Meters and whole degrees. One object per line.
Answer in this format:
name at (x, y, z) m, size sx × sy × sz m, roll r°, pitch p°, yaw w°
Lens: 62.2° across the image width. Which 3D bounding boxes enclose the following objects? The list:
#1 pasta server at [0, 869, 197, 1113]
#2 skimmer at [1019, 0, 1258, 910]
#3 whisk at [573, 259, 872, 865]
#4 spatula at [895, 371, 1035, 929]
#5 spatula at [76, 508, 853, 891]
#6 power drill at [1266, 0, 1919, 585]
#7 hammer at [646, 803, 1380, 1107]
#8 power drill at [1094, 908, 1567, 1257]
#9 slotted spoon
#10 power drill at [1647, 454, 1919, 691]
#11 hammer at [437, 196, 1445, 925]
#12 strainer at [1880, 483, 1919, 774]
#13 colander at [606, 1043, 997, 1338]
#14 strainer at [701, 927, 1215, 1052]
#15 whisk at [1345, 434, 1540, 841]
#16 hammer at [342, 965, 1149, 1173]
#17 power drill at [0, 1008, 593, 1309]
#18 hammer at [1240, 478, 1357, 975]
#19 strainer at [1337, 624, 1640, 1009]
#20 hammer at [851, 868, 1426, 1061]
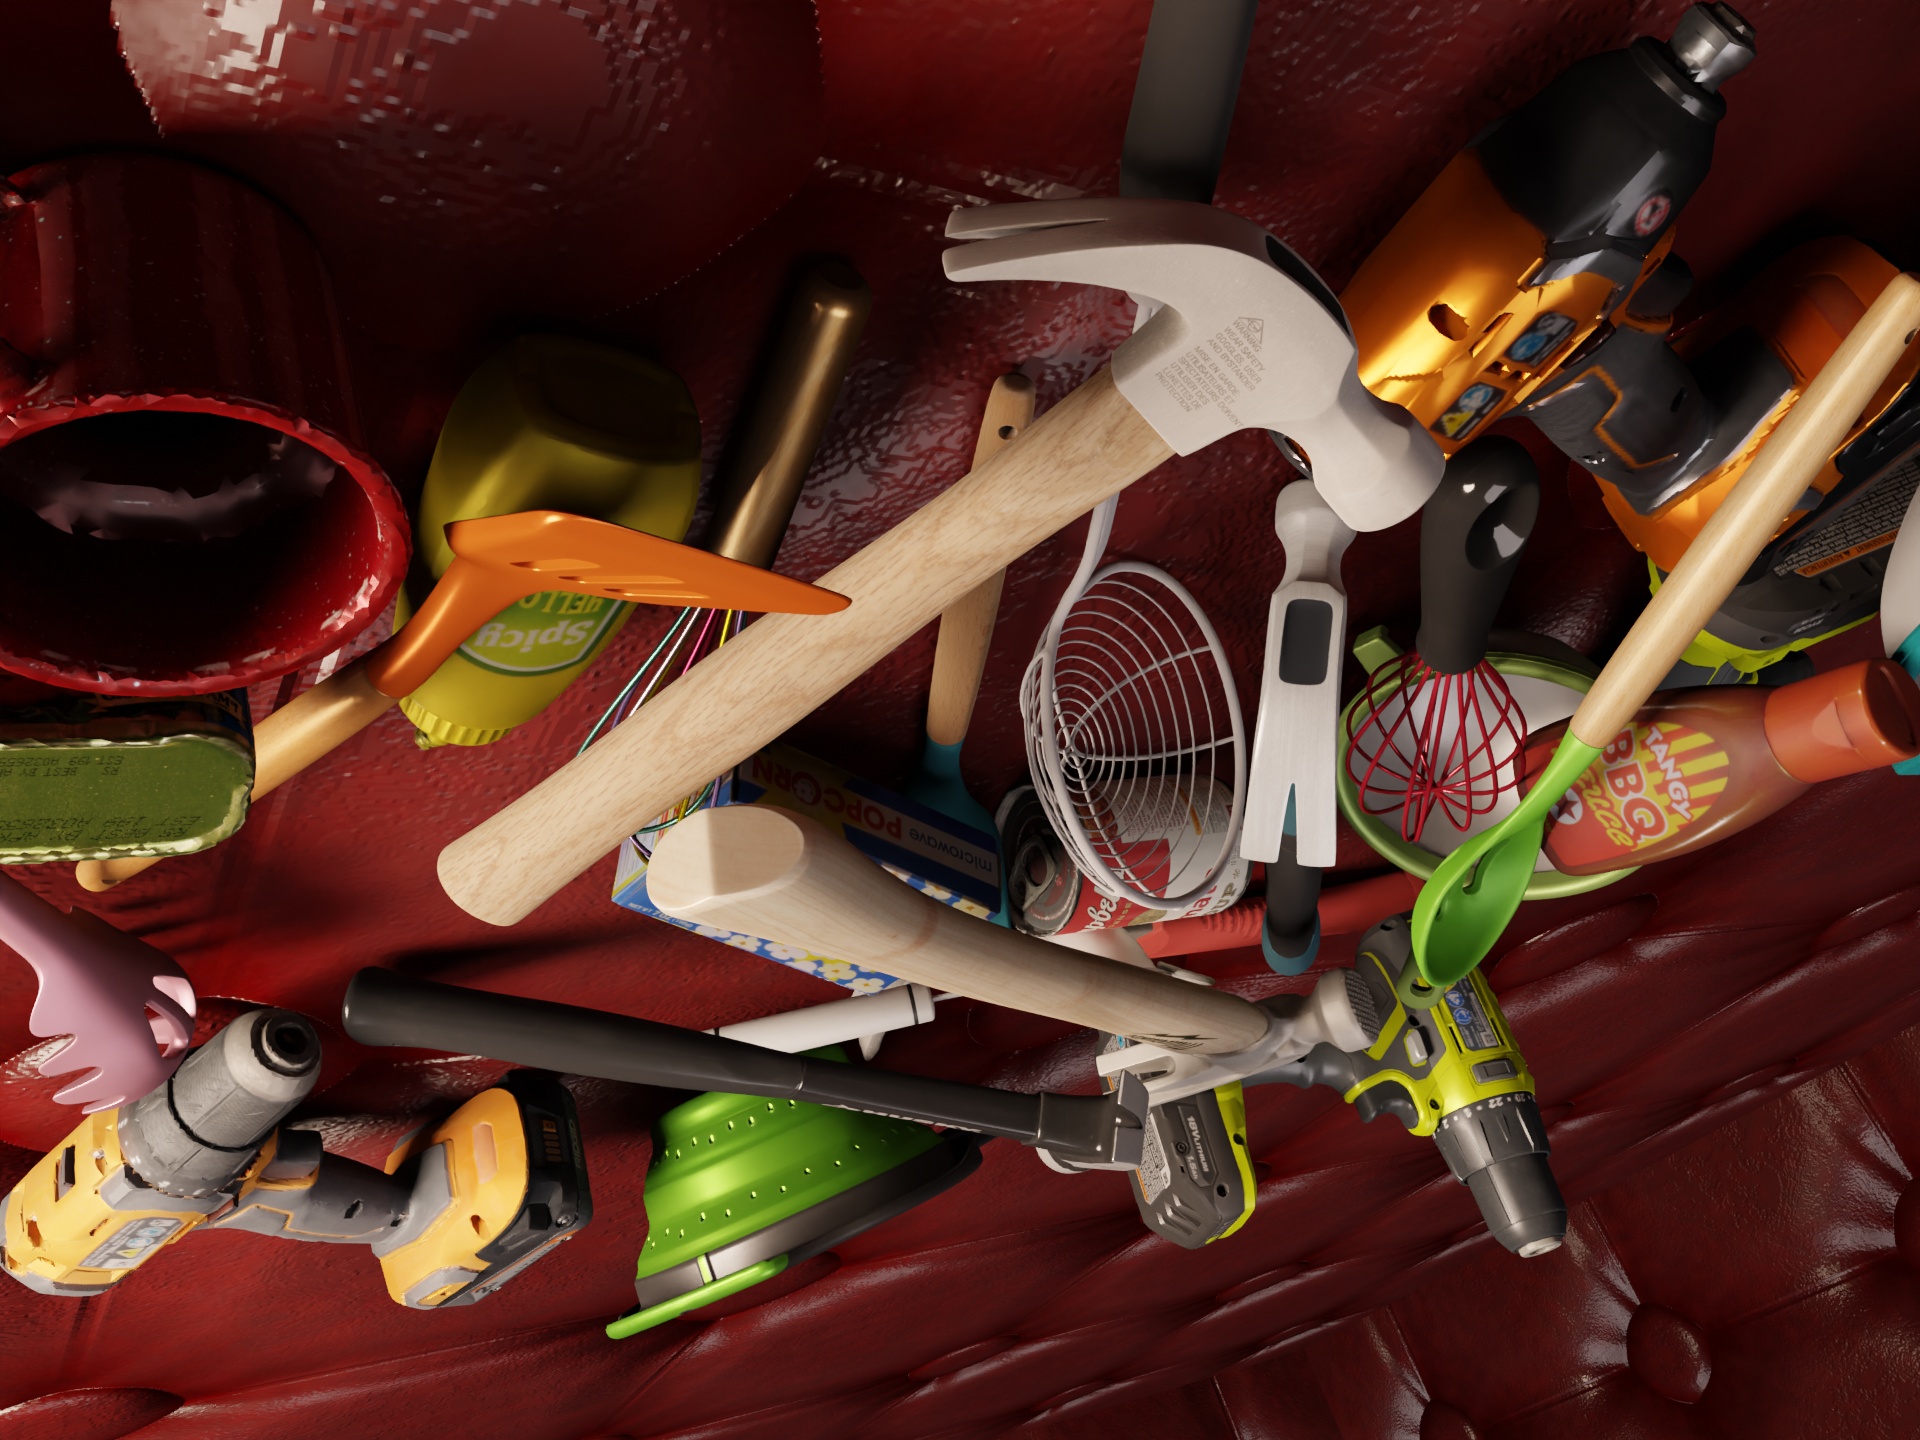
pasta server at (-0.306, 0.034, 0.454) m, size 0.040 × 0.060 × 0.315 m, roll -4°, pitch 145°, yaw 7°
skimmer at (0.077, -0.075, 0.479) m, size 0.090 × 0.127 × 0.363 m, roll 20°, pitch 143°, yaw 10°
whisk at (-0.077, -0.038, 0.494) m, size 0.051 × 0.047 × 0.244 m, roll 19°, pitch 132°, yaw -10°
spatula at (-0.001, -0.002, 0.596) m, size 0.082 × 0.044 × 0.317 m, roll 5°, pitch 145°, yaw -4°
spatula at (-0.167, 0.004, 0.429) m, size 0.322 × 0.041 × 0.081 m, roll -25°, pitch 155°, yaw 36°
power drill at (0.226, -0.126, 0.508) m, size 0.226 × 0.084 × 0.164 m, roll 7°, pitch 139°, yaw -34°
hammer at (0.025, 0.105, 0.631) m, size 0.146 × 0.038 × 0.410 m, roll -25°, pitch 150°, yaw 27°
power drill at (0.204, 0.208, 0.860) m, size 0.228 × 0.191 × 0.080 m, roll -6°, pitch 147°, yaw -16°
slotted spoon at (0.234, -0.014, 0.556) m, size 0.070 × 0.031 × 0.313 m, roll -17°, pitch 143°, yaw -35°
power drill at (0.365, -0.039, 0.747) m, size 0.171 × 0.080 × 0.223 m, roll -21°, pitch 154°, yaw -11°
hammer at (-0.040, -0.026, 0.455) m, size 0.331 × 0.031 × 0.130 m, roll -33°, pitch 123°, yaw 27°
strainer at (0.389, -0.101, 0.513) m, size 0.211 × 0.095 × 0.340 m, roll -23°, pitch 148°, yaw 20°
colander at (-0.065, 0.235, 0.919) m, size 0.204 × 0.094 × 0.397 m, roll -28°, pitch 168°, yaw 21°
strainer at (-0.011, 0.127, 0.737) m, size 0.258 × 0.050 × 0.087 m, roll -12°, pitch 168°, yaw -7°
whisk at (0.172, -0.020, 0.559) m, size 0.073 × 0.073 × 0.295 m, roll -24°, pitch 157°, yaw 3°
hammer at (-0.083, 0.145, 0.660) m, size 0.334 × 0.035 × 0.146 m, roll 12°, pitch 161°, yaw -7°
power drill at (-0.275, 0.196, 0.713) m, size 0.185 × 0.084 × 0.226 m, roll -39°, pitch 142°, yaw 25°
hammer at (0.146, 0.041, 0.687) m, size 0.033 × 0.128 × 0.330 m, roll 5°, pitch 155°, yaw 13°
strainer at (0.248, 0.044, 0.763) m, size 0.151 × 0.069 × 0.256 m, roll 14°, pitch 139°, yaw 13°
hammer at (0.118, 0.122, 0.885) m, size 0.359 × 0.037 × 0.149 m, roll -2°, pitch 145°, yaw -30°
